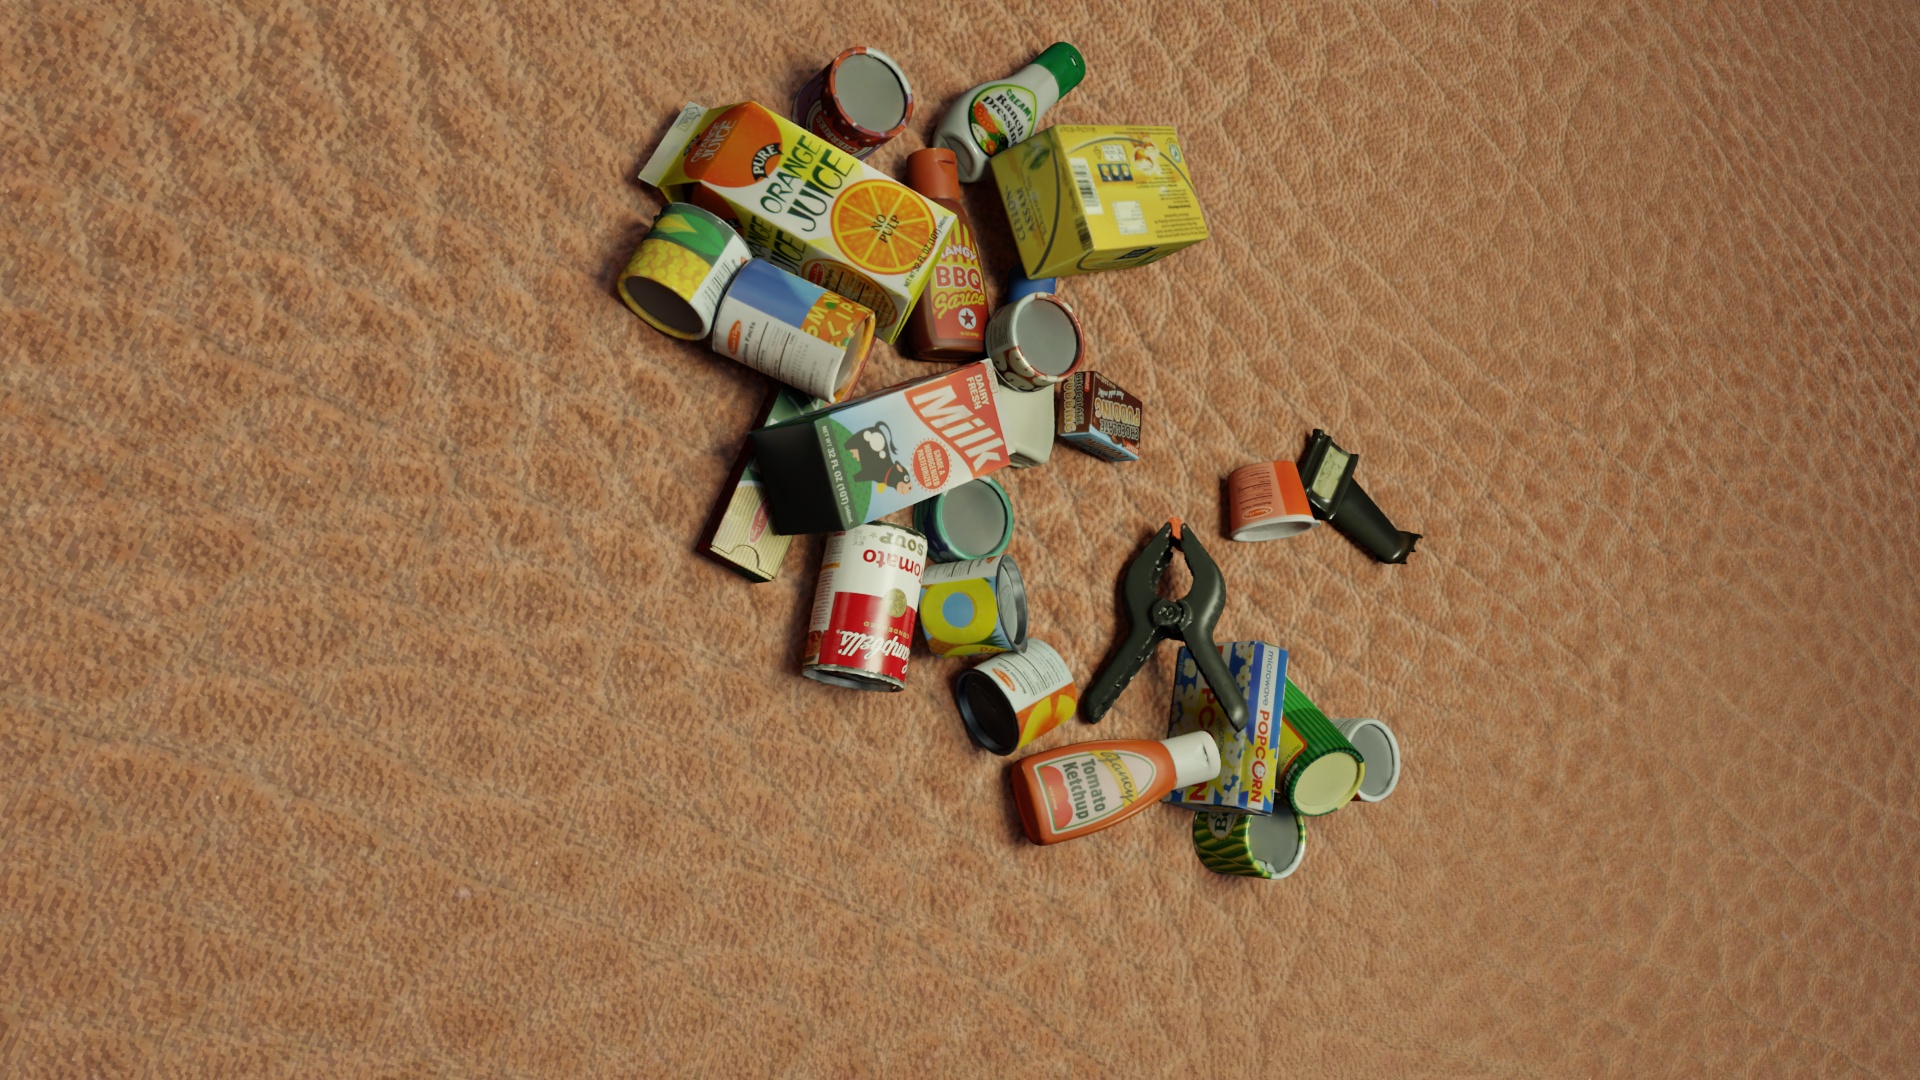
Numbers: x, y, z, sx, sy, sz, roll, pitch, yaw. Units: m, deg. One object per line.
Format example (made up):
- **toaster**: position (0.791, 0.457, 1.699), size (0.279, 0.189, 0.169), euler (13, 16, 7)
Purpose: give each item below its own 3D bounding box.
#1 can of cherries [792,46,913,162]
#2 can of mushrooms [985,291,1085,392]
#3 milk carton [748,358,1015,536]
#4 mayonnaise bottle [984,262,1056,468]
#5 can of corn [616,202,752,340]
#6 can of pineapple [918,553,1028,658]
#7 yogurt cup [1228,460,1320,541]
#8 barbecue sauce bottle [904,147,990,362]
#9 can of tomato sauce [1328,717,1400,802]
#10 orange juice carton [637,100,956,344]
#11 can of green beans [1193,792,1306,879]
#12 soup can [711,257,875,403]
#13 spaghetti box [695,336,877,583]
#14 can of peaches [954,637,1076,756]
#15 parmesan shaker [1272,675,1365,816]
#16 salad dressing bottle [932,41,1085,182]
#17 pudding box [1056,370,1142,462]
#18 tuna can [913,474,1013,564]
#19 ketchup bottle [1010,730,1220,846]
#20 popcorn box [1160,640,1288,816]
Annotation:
- **can of cherries**: position (-0.075, -0.298, 0.962), size (0.071, 0.058, 0.071), euler (6, 79, -33)
- **can of mushrooms**: position (0.056, -0.140, 0.987), size (0.071, 0.033, 0.071), euler (7, 76, -32)
- **milk carton**: position (-0.036, -0.066, 0.914), size (0.191, 0.073, 0.072), euler (-23, 103, -41)
- **mayonnaise bottle**: position (0.044, -0.131, 1.025), size (0.065, 0.041, 0.148), euler (19, 71, -33)
- **can of corn**: position (-0.176, -0.169, 0.873), size (0.071, 0.071, 0.058), euler (37, 65, -23)
- **can of pineapple**: position (0.010, 0.047, 0.948), size (0.071, 0.058, 0.071), euler (-10, 91, -72)
- **yogurt cup**: position (0.250, -0.032, 1.130), size (0.072, 0.072, 0.054), euler (1, 74, -33)
- **barbecue sauce bottle**: position (-0.014, -0.204, 0.996), size (0.065, 0.043, 0.148), euler (-2, 83, -40)
- **can of tomato sauce**: position (0.301, 0.178, 1.118), size (0.071, 0.083, 0.071), euler (5, 80, -32)
- **orange juice carton**: position (-0.107, -0.214, 0.902), size (0.193, 0.072, 0.072), euler (28, 68, -4)
- **can of green beans**: position (0.224, 0.227, 1.075), size (0.071, 0.057, 0.071), euler (6, 80, -32)
- **soup can**: position (-0.104, -0.134, 0.884), size (0.084, 0.071, 0.071), euler (25, 67, 5)
- **spaghetti box**: position (-0.103, -0.092, 0.929), size (0.050, 0.028, 0.251), euler (31, 67, -26)
- **can of peaches**: position (0.038, 0.110, 0.970), size (0.058, 0.071, 0.071), euler (-25, 97, -34)
- **parmesan shaker**: position (0.255, 0.153, 1.067), size (0.071, 0.103, 0.071), euler (-10, 121, -17)
- **salad dressing bottle**: position (0.040, -0.327, 1.050), size (0.148, 0.044, 0.064), euler (-47, 111, -29)
- **pudding box**: position (0.106, -0.092, 1.047), size (0.083, 0.030, 0.050), euler (22, 71, -55)
- **tuna can**: position (0.004, -0.012, 0.984), size (0.071, 0.032, 0.071), euler (6, 79, -32)
- **ketchup bottle**: position (0.113, 0.171, 0.999), size (0.149, 0.043, 0.065), euler (-11, 78, -19)
- **popcorn box**: position (0.201, 0.142, 1.057), size (0.038, 0.085, 0.127), euler (18, 74, -31)
